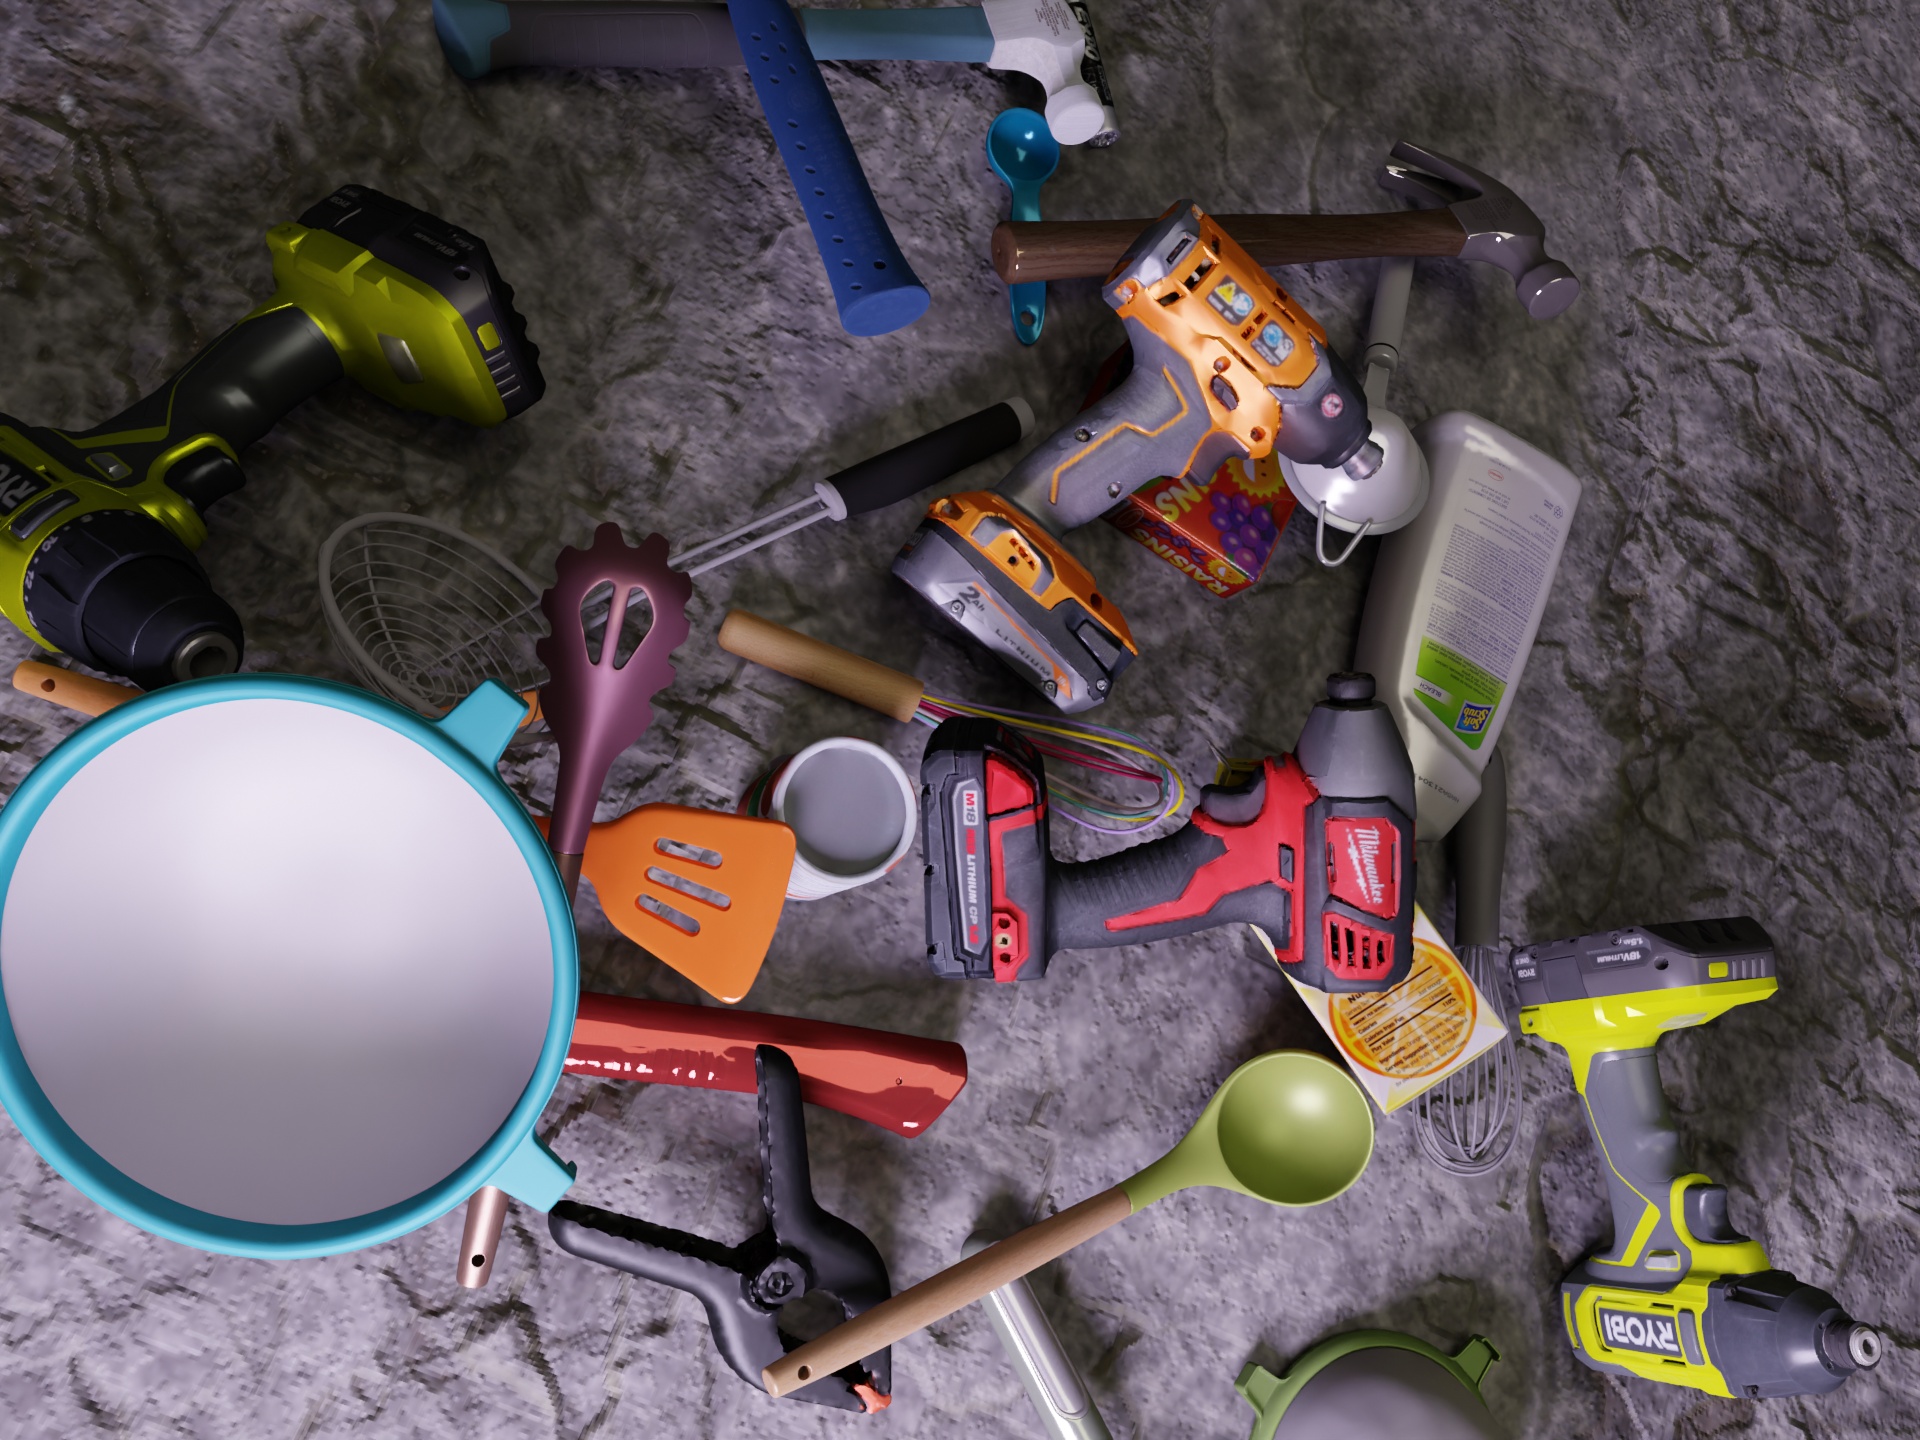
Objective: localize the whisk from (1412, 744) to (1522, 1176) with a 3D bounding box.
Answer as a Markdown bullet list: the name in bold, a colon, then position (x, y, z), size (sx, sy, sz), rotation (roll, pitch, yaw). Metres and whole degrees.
- **whisk**: position (0.273, 0.121, 0.851), size (0.055, 0.055, 0.239), rotation (15, 69, -16)

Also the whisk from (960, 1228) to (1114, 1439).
- **whisk**: position (0.065, 0.346, 0.726), size (0.058, 0.059, 0.246), rotation (-25, 83, -34)

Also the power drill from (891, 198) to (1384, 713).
- **power drill**: position (0.093, -0.114, 0.775), size (0.164, 0.084, 0.226), rotation (40, 90, -12)

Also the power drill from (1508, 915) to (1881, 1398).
- **power drill**: position (0.362, 0.216, 0.795), size (0.080, 0.171, 0.223), rotation (-2, 76, -21)

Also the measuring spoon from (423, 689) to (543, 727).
- **measuring spoon**: position (-0.219, 0.000, 0.714), size (0.117, 0.011, 0.021), rotation (-17, 85, -22)

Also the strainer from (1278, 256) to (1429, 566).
- **strainer**: position (0.231, -0.195, 0.880), size (0.087, 0.050, 0.259), rotation (21, 57, -4)

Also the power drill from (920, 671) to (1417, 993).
- **power drill**: position (0.095, 0.050, 0.720), size (0.219, 0.078, 0.143), rotation (-1, 101, 4)

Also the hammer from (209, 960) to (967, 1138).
- **hammer**: position (-0.170, 0.126, 0.693), size (0.359, 0.036, 0.149), rotation (10, 76, -17)

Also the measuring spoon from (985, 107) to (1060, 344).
- **measuring spoon**: position (0.032, -0.265, 0.862), size (0.042, 0.021, 0.128), rotation (-1, 88, -20)

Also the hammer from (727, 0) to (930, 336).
- **hammer**: position (-0.111, -0.362, 0.774), size (0.144, 0.035, 0.406), rotation (-15, 72, -20)

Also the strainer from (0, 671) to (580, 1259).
- **strainer**: position (-0.306, 0.087, 0.594), size (0.340, 0.095, 0.211), rotation (-4, 98, -1)

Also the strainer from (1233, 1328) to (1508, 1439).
- **strainer**: position (0.217, 0.427, 0.750), size (0.151, 0.069, 0.256), rotation (2, 77, -19)

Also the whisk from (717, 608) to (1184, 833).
- **whisk**: position (0.000, -0.004, 0.779), size (0.245, 0.047, 0.051), rotation (22, 74, -11)

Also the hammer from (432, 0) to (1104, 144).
- **hammer**: position (-0.095, -0.349, 0.811), size (0.331, 0.033, 0.128), rotation (-8, 68, -18)

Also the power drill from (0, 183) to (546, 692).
- **power drill**: position (-0.284, -0.111, 0.639), size (0.191, 0.080, 0.228), rotation (29, 61, 30)

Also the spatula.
- **spatula**: position (-0.230, 0.032, 0.662), size (0.322, 0.041, 0.081), rotation (19, 92, -9)

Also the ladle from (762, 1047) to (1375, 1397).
- **ladle**: position (0.059, 0.230, 0.720), size (0.320, 0.062, 0.078), rotation (-17, 91, -30)

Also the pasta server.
- **pasta server**: position (-0.166, 0.077, 0.646), size (0.060, 0.040, 0.316), rotation (12, 95, -12)

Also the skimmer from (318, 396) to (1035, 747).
- **skimmer**: position (-0.107, -0.094, 0.731), size (0.363, 0.090, 0.127), rotation (-28, 71, -24)

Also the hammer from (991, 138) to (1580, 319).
- **hammer**: position (0.175, -0.267, 0.878), size (0.331, 0.031, 0.130), rotation (-8, 56, -18)
